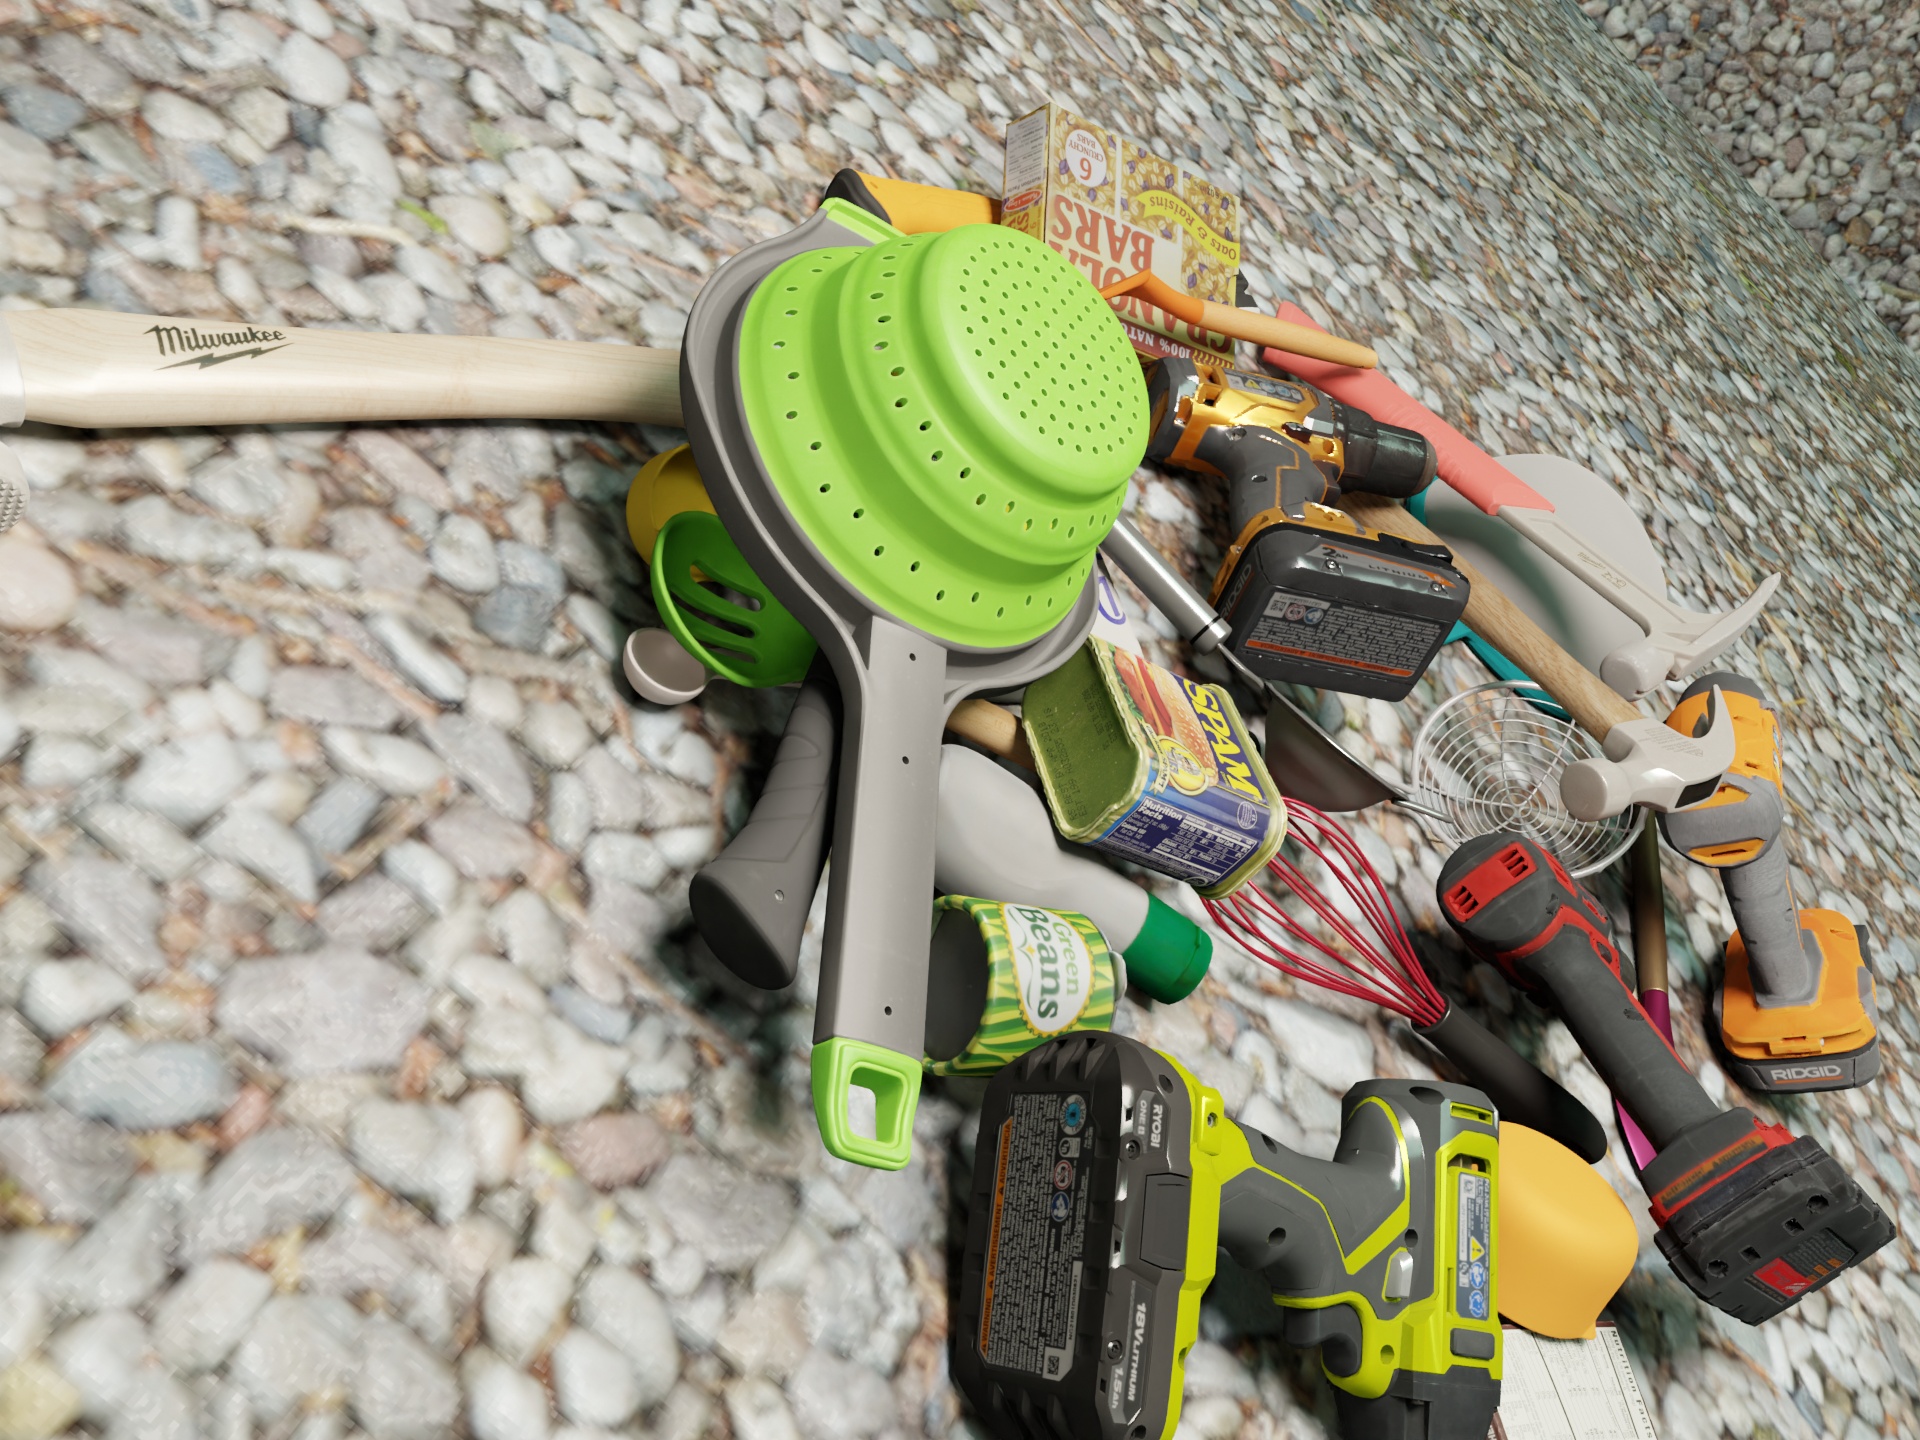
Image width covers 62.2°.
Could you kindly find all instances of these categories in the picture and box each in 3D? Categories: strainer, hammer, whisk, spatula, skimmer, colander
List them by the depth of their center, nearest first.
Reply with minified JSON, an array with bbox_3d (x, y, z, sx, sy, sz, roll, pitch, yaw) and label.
[{"bbox_3d":[0.001,-0.048,0.564,0.204,0.094,0.397,24,54,-32],"label":"colander"},{"bbox_3d":[-0.197,-0.142,0.625,0.410,0.038,0.146,-9,64,-45],"label":"hammer"},{"bbox_3d":[-0.029,-0.043,0.629,0.146,0.035,0.335,37,47,-24],"label":"hammer"},{"bbox_3d":[0.122,-0.032,0.747,0.258,0.050,0.087,48,9,8],"label":"strainer"},{"bbox_3d":[0.210,0.127,0.750,0.295,0.073,0.073,40,41,-18],"label":"whisk"},{"bbox_3d":[0.211,0.012,0.817,0.363,0.090,0.127,12,52,-34],"label":"skimmer"},{"bbox_3d":[0.303,-0.062,0.907,0.130,0.031,0.332,-8,40,-24],"label":"hammer"},{"bbox_3d":[0.150,-0.223,0.918,0.322,0.081,0.041,-1,84,-44],"label":"spatula"},{"bbox_3d":[0.051,-0.301,0.968,0.336,0.034,0.127,-8,65,-44],"label":"hammer"},{"bbox_3d":[0.334,-0.159,1.011,0.149,0.036,0.359,-28,60,-29],"label":"hammer"},{"bbox_3d":[0.371,-0.097,1.038,0.340,0.095,0.211,-18,72,-48],"label":"strainer"}]

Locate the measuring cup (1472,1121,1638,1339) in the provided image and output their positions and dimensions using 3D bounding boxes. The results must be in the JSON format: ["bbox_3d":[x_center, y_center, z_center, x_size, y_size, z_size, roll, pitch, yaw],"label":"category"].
[{"bbox_3d":[0.273,0.215,0.723,0.095,0.052,0.173,39,24,30],"label":"measuring cup"}]

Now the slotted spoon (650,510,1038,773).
[{"bbox_3d":[-0.001,-0.002,0.679,0.313,0.031,0.070,26,50,-32],"label":"slotted spoon"}]

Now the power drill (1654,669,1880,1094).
[{"bbox_3d":[0.469,0.085,0.933,0.226,0.084,0.164,63,35,-19],"label":"power drill"}]

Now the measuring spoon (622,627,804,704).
[{"bbox_3d":[-0.086,-0.017,0.644,0.124,0.018,0.034,1,50,-48],"label":"measuring spoon"}]

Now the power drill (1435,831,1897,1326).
[{"bbox_3d":[0.331,0.166,0.765,0.187,0.080,0.227,34,21,-45],"label":"power drill"}]

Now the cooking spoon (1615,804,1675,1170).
[{"bbox_3d":[0.409,0.144,0.940,0.068,0.017,0.319,37,42,-14],"label":"cooking spoon"}]

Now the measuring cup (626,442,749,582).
[{"bbox_3d":[-0.076,-0.068,0.681,0.156,0.029,0.062,26,70,-42],"label":"measuring cup"}]

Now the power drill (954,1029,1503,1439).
[{"bbox_3d":[0.112,0.206,0.576,0.223,0.080,0.171,20,67,-32],"label":"power drill"}]

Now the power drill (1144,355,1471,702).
[{"bbox_3d":[0.202,-0.112,0.872,0.185,0.084,0.226,10,40,-16],"label":"power drill"}]
